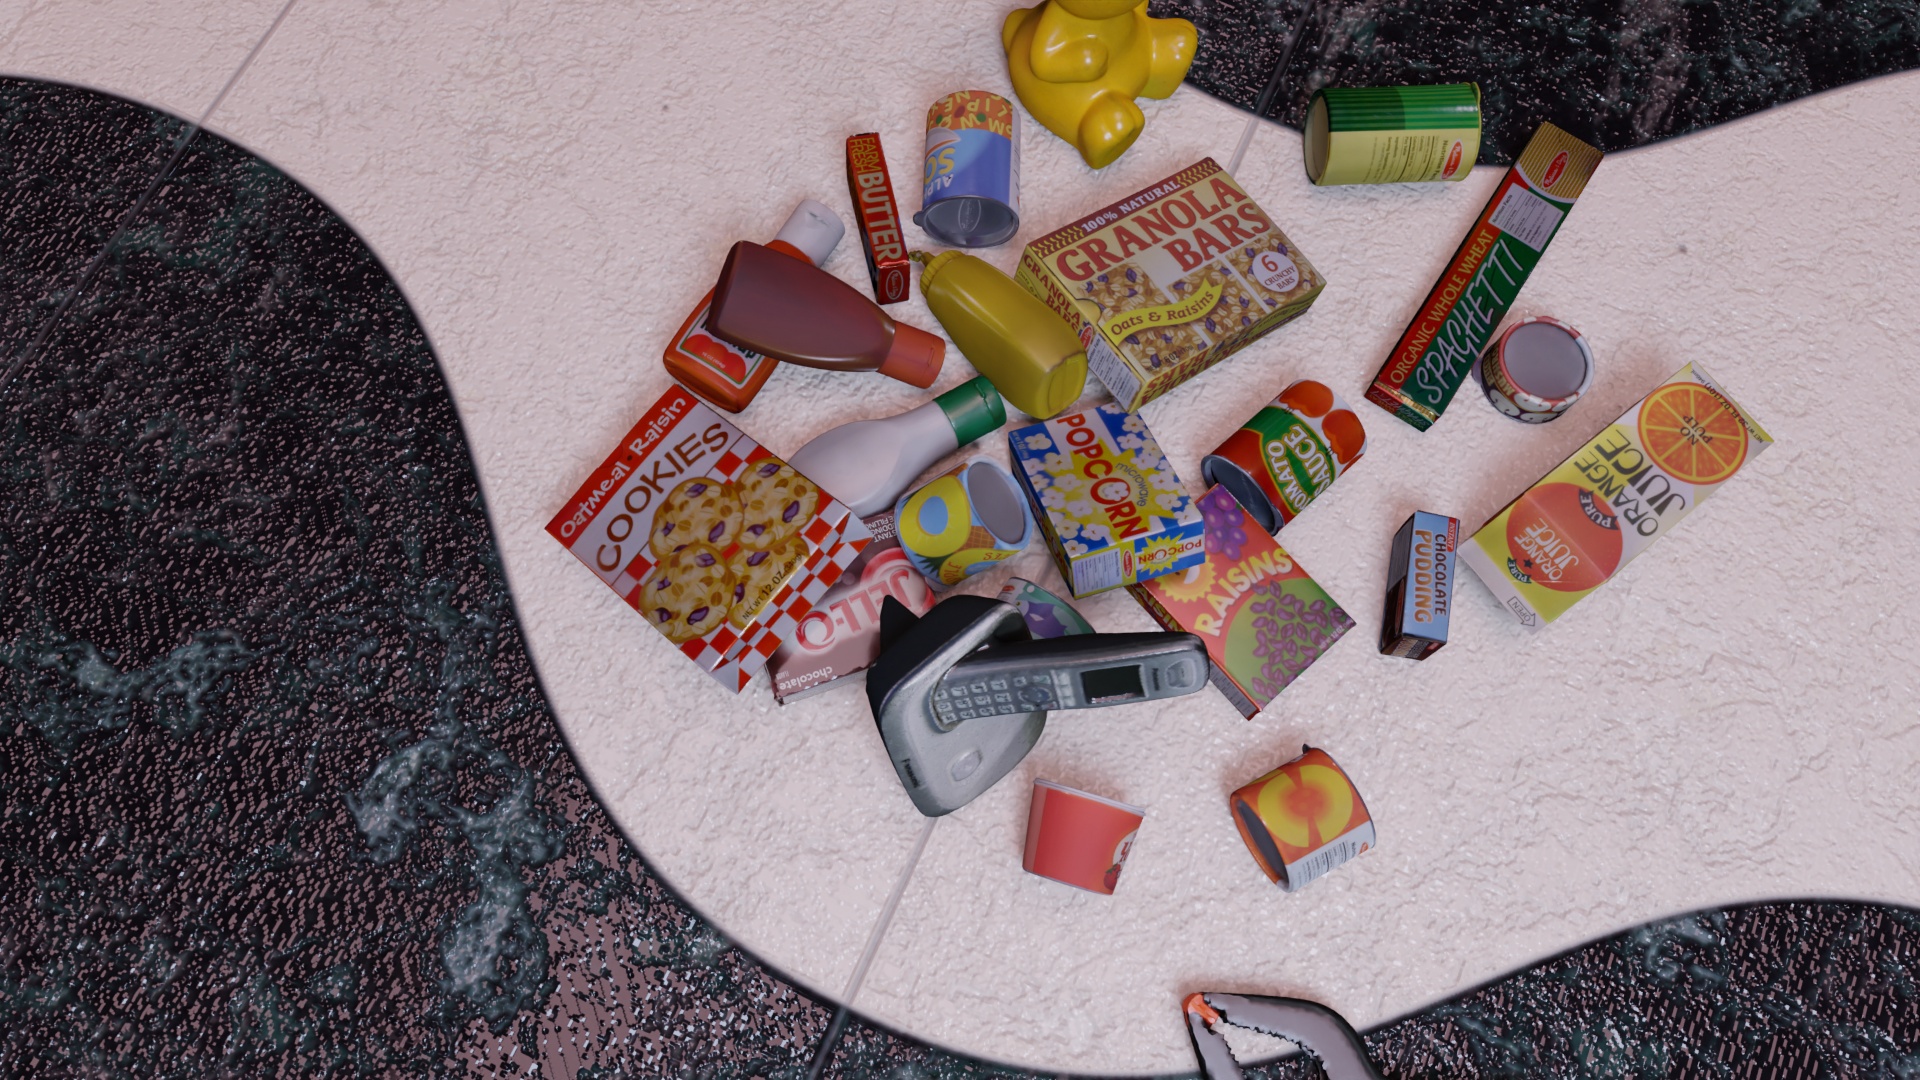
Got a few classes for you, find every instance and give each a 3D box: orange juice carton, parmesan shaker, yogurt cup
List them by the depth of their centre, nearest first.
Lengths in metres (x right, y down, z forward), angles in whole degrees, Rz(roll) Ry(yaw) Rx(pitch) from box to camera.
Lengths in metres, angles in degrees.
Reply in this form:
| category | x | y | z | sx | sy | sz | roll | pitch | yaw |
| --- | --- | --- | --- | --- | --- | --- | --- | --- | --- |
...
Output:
| category | x | y | z | sx | sy | sz | roll | pitch | yaw |
| --- | --- | --- | --- | --- | --- | --- | --- | --- | --- |
| yogurt cup | 0.069 | 0.172 | 0.807 | 0.072 | 0.072 | 0.054 | 16 | 81 | 3 |
| orange juice carton | 0.404 | -0.023 | 0.876 | 0.193 | 0.073 | 0.072 | -36 | 77 | -12 |
| parmesan shaker | 0.296 | -0.282 | 0.957 | 0.103 | 0.071 | 0.071 | -2 | 72 | -2 |

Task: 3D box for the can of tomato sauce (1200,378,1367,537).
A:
| category | x | y | z | sx | sy | sz | roll | pitch | yaw |
| --- | --- | --- | --- | --- | --- | --- | --- | --- | --- |
| can of tomato sauce | 0.206 | -0.053 | 0.880 | 0.083 | 0.071 | 0.071 | -40 | 78 | -13 |

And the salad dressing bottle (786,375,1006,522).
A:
| category | x | y | z | sx | sy | sz | roll | pitch | yaw |
| --- | --- | --- | --- | --- | --- | --- | --- | --- | --- |
| salad dressing bottle | -0.041 | -0.057 | 0.888 | 0.148 | 0.043 | 0.064 | -29 | 66 | -12 |

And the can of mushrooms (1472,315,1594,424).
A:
| category | x | y | z | sx | sy | sz | roll | pitch | yaw |
| --- | --- | --- | --- | --- | --- | --- | --- | --- | --- |
| can of mushrooms | 0.382 | -0.114 | 0.925 | 0.071 | 0.033 | 0.071 | 1 | 73 | -2 |

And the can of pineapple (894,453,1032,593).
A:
| category | x | y | z | sx | sy | sz | roll | pitch | yaw |
| --- | --- | --- | --- | --- | --- | --- | --- | --- | --- |
| can of pineapple | 0.003 | -0.011 | 0.851 | 0.057 | 0.071 | 0.071 | -29 | 70 | 33 |

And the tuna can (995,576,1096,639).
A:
| category | x | y | z | sx | sy | sz | roll | pitch | yaw |
| --- | --- | --- | --- | --- | --- | --- | --- | --- | --- |
| tuna can | 0.050 | 0.056 | 0.842 | 0.071 | 0.071 | 0.033 | 34 | 76 | 9 |

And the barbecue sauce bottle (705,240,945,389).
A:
| category | x | y | z | sx | sy | sz | roll | pitch | yaw |
| --- | --- | --- | --- | --- | --- | --- | --- | --- | --- |
| barbecue sauce bottle | -0.083 | -0.137 | 0.886 | 0.148 | 0.043 | 0.065 | 18 | 85 | -21 |

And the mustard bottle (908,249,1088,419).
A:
| category | x | y | z | sx | sy | sz | roll | pitch | yaw |
| --- | --- | --- | --- | --- | --- | --- | --- | --- | --- |
| mustard bottle | 0.017 | -0.148 | 0.907 | 0.049 | 0.065 | 0.160 | -30 | 60 | -23 |

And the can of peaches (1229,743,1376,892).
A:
| category | x | y | z | sx | sy | sz | roll | pitch | yaw |
| --- | --- | --- | --- | --- | --- | --- | --- | --- | --- |
| can of peaches | 0.198 | 0.162 | 0.813 | 0.058 | 0.071 | 0.071 | -27 | 75 | -9 |

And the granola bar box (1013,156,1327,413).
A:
| category | x | y | z | sx | sy | sz | roll | pitch | yaw |
| --- | --- | --- | --- | --- | --- | --- | --- | --- | --- |
| granola bar box | 0.139 | -0.172 | 0.912 | 0.166 | 0.039 | 0.124 | -30 | 72 | -24 |

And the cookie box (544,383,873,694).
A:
| category | x | y | z | sx | sy | sz | roll | pitch | yaw |
| --- | --- | --- | --- | --- | --- | --- | --- | --- | --- |
| cookie box | -0.154 | -0.006 | 0.833 | 0.168 | 0.040 | 0.123 | 35 | 80 | 31 |

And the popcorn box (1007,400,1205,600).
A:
| category | x | y | z | sx | sy | sz | roll | pitch | yaw |
| --- | --- | --- | --- | --- | --- | --- | --- | --- | --- |
| popcorn box | 0.088 | -0.029 | 0.857 | 0.085 | 0.038 | 0.127 | -15 | 44 | -7 |

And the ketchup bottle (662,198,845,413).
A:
| category | x | y | z | sx | sy | sz | roll | pitch | yaw |
| --- | --- | --- | --- | --- | --- | --- | --- | --- | --- |
| ketchup bottle | -0.130 | -0.158 | 0.917 | 0.065 | 0.043 | 0.149 | 33 | 73 | -2 |

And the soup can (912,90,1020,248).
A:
| category | x | y | z | sx | sy | sz | roll | pitch | yaw |
| --- | --- | --- | --- | --- | --- | --- | --- | --- | --- |
| soup can | 0.005 | -0.251 | 0.939 | 0.071 | 0.071 | 0.084 | 2 | 72 | -1 |

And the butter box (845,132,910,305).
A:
| category | x | y | z | sx | sy | sz | roll | pitch | yaw |
| --- | --- | --- | --- | --- | --- | --- | --- | --- | --- |
| butter box | -0.056 | -0.216 | 0.933 | 0.024 | 0.053 | 0.104 | -11 | 73 | -7 |

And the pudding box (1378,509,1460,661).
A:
| category | x | y | z | sx | sy | sz | roll | pitch | yaw |
| --- | --- | --- | --- | --- | --- | --- | --- | --- | --- |
| pudding box | 0.286 | 0.029 | 0.867 | 0.030 | 0.049 | 0.084 | 12 | 71 | 4 |

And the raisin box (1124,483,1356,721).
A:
| category | x | y | z | sx | sy | sz | roll | pitch | yaw |
| --- | --- | --- | --- | --- | --- | --- | --- | --- | --- |
| raisin box | 0.170 | 0.038 | 0.866 | 0.086 | 0.040 | 0.123 | -39 | 77 | -12 |

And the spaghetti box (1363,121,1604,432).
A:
| category | x | y | z | sx | sy | sz | roll | pitch | yaw |
| --- | --- | --- | --- | --- | --- | --- | --- | --- | --- |
| spaghetti box | 0.358 | -0.182 | 0.949 | 0.050 | 0.028 | 0.251 | 34 | 74 | 9 |
